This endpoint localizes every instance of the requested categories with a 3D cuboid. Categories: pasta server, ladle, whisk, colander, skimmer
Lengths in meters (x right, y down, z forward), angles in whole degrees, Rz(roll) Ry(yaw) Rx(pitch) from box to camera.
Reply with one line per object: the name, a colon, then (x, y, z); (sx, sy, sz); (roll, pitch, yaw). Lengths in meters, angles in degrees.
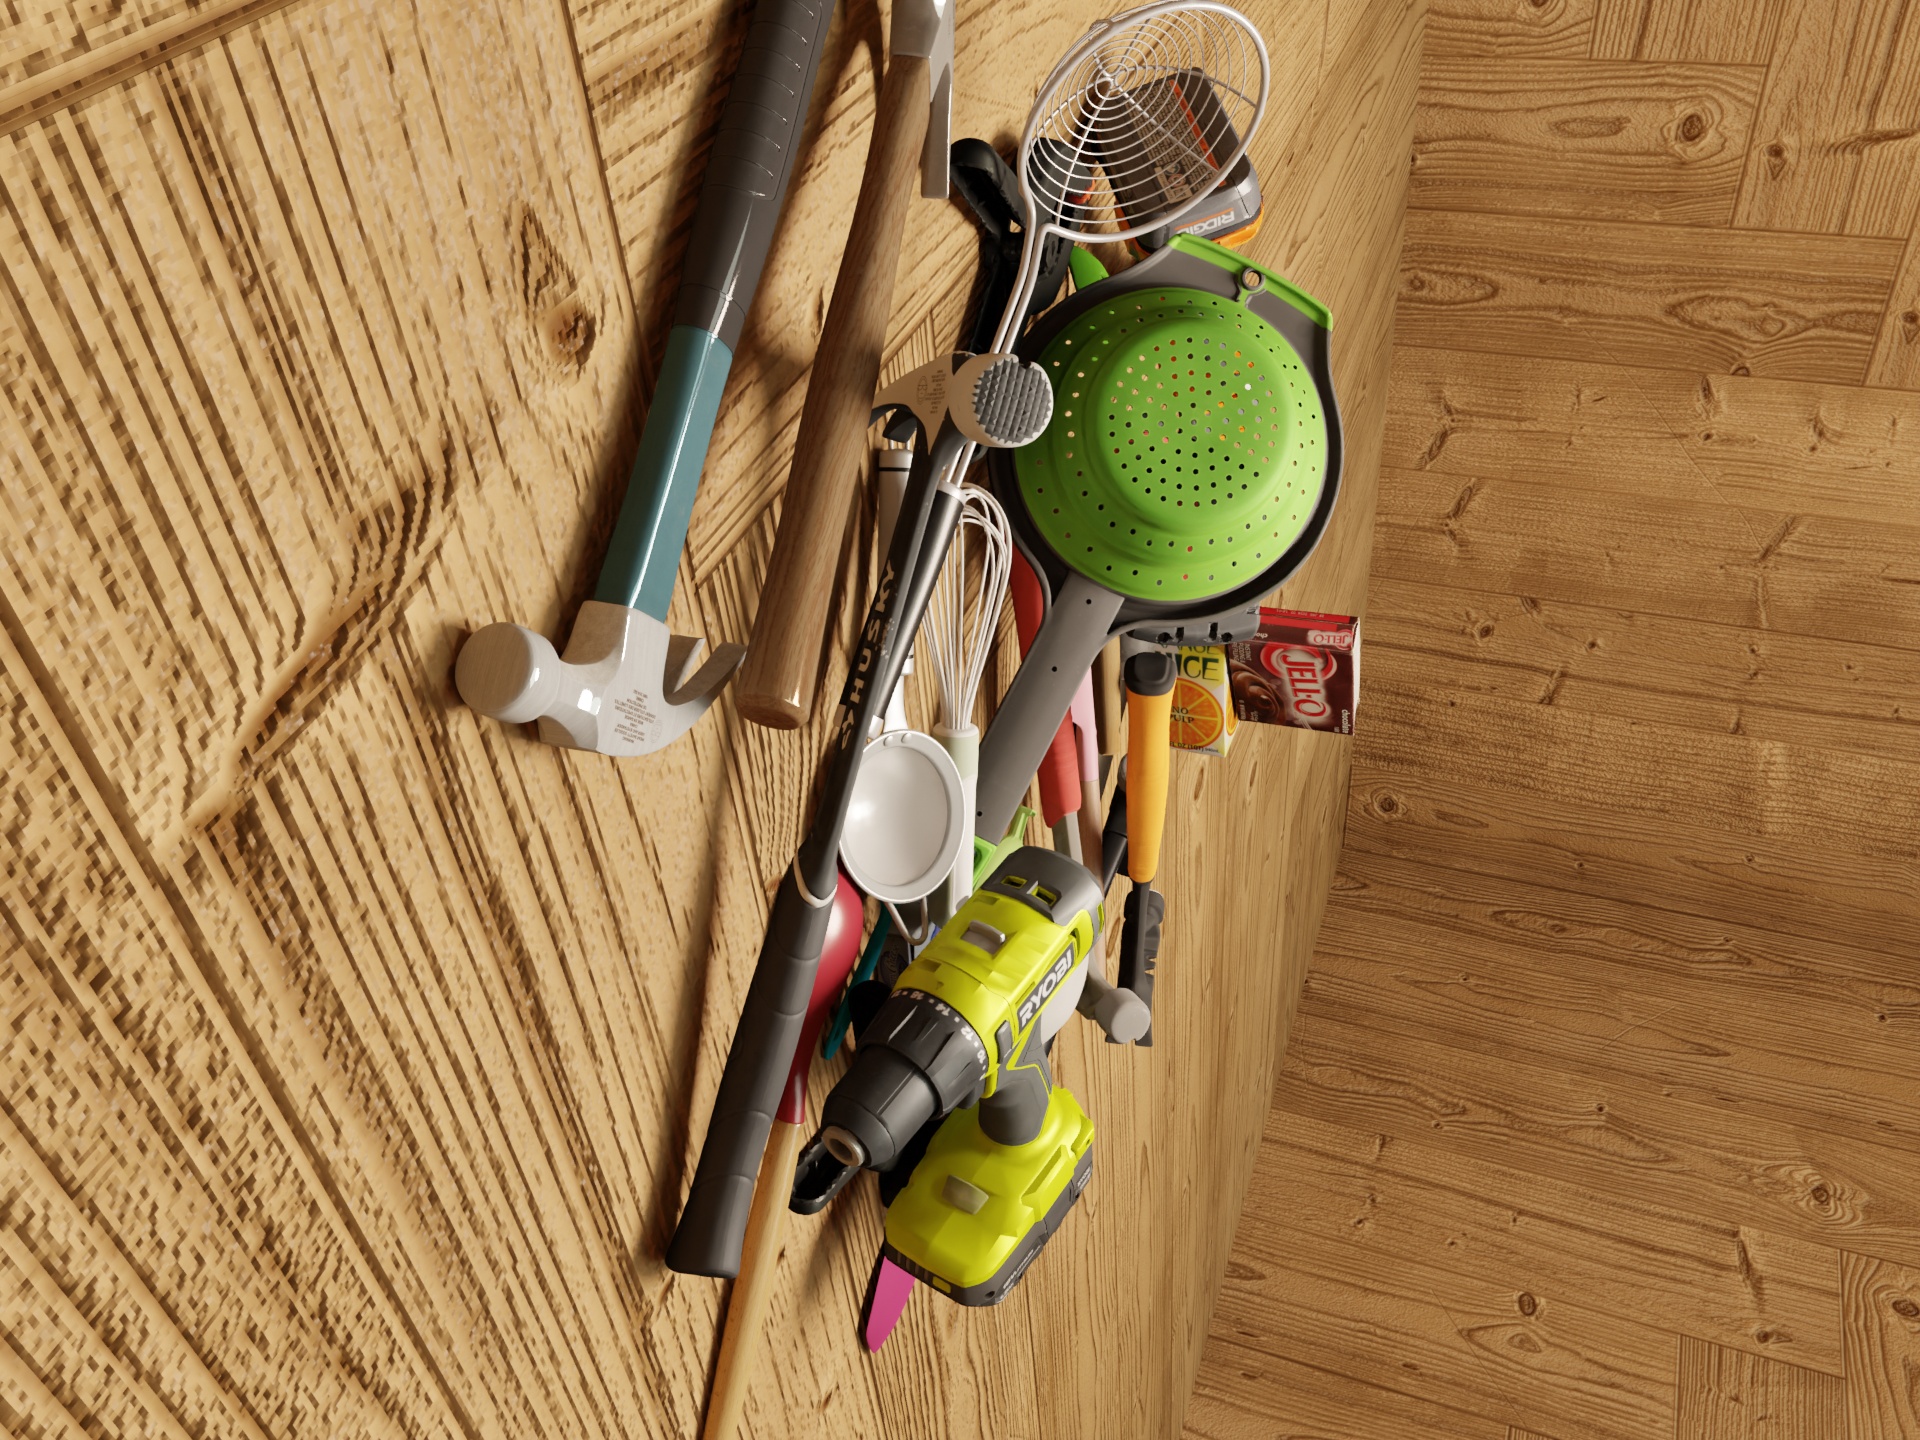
pasta server: (0.081, 0.064, 1.100); (0.060, 0.040, 0.316); (-42, 132, -61)
ladle: (-0.089, 0.217, 0.765); (0.069, 0.031, 0.315); (13, 89, -71)
whisk: (-0.001, -0.003, 0.842); (0.058, 0.059, 0.246); (-19, 116, -50)
colander: (0.081, -0.081, 0.862); (0.397, 0.204, 0.094); (-63, -178, 0)
skimmer: (0.038, -0.156, 0.734); (0.127, 0.090, 0.363); (27, 82, -55)

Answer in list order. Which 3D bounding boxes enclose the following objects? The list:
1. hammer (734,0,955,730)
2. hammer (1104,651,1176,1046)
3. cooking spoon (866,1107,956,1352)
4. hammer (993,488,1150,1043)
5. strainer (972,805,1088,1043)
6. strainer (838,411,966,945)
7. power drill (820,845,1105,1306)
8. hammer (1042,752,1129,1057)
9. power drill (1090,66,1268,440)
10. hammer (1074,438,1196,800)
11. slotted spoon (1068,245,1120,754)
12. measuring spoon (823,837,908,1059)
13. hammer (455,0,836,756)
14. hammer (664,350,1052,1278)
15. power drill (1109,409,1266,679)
hammer: (-0.040, -0.156, 0.623); (0.130, 0.031, 0.331); (86, 14, -73)
hammer: (0.121, 0.084, 1.062); (0.336, 0.034, 0.127); (85, 14, -49)
cooking spoon: (0.002, 0.267, 1.063); (0.068, 0.017, 0.319); (81, 27, -48)
hammer: (0.057, 0.025, 1.012); (0.149, 0.036, 0.358); (-140, -144, -59)
strainer: (0.041, 0.191, 0.995); (0.152, 0.069, 0.256); (-60, 155, -47)
strainer: (-0.033, -0.020, 0.780); (0.086, 0.050, 0.258); (-6, 101, -44)
power drill: (0.004, 0.200, 0.824); (0.190, 0.080, 0.228); (-45, 145, -37)
hammer: (0.076, 0.190, 1.191); (0.146, 0.035, 0.335); (94, 19, -58)
power drill: (0.145, -0.309, 1.046); (0.226, 0.084, 0.164); (64, 8, -61)
hammer: (0.148, -0.108, 1.265); (0.146, 0.038, 0.411); (73, 33, -50)
slotted spoon: (0.083, -0.136, 0.958); (0.070, 0.031, 0.314); (22, 65, -76)
measuring spoon: (-0.053, 0.115, 0.839); (0.128, 0.021, 0.042); (-68, 162, -6)
hammer: (-0.088, -0.147, 0.563); (0.128, 0.033, 0.331); (37, 64, -68)
hammer: (-0.060, 0.045, 0.674); (0.149, 0.036, 0.409); (27, -79, 65)
power drill: (0.127, -0.103, 1.039); (0.227, 0.080, 0.188); (-115, -154, -75)
